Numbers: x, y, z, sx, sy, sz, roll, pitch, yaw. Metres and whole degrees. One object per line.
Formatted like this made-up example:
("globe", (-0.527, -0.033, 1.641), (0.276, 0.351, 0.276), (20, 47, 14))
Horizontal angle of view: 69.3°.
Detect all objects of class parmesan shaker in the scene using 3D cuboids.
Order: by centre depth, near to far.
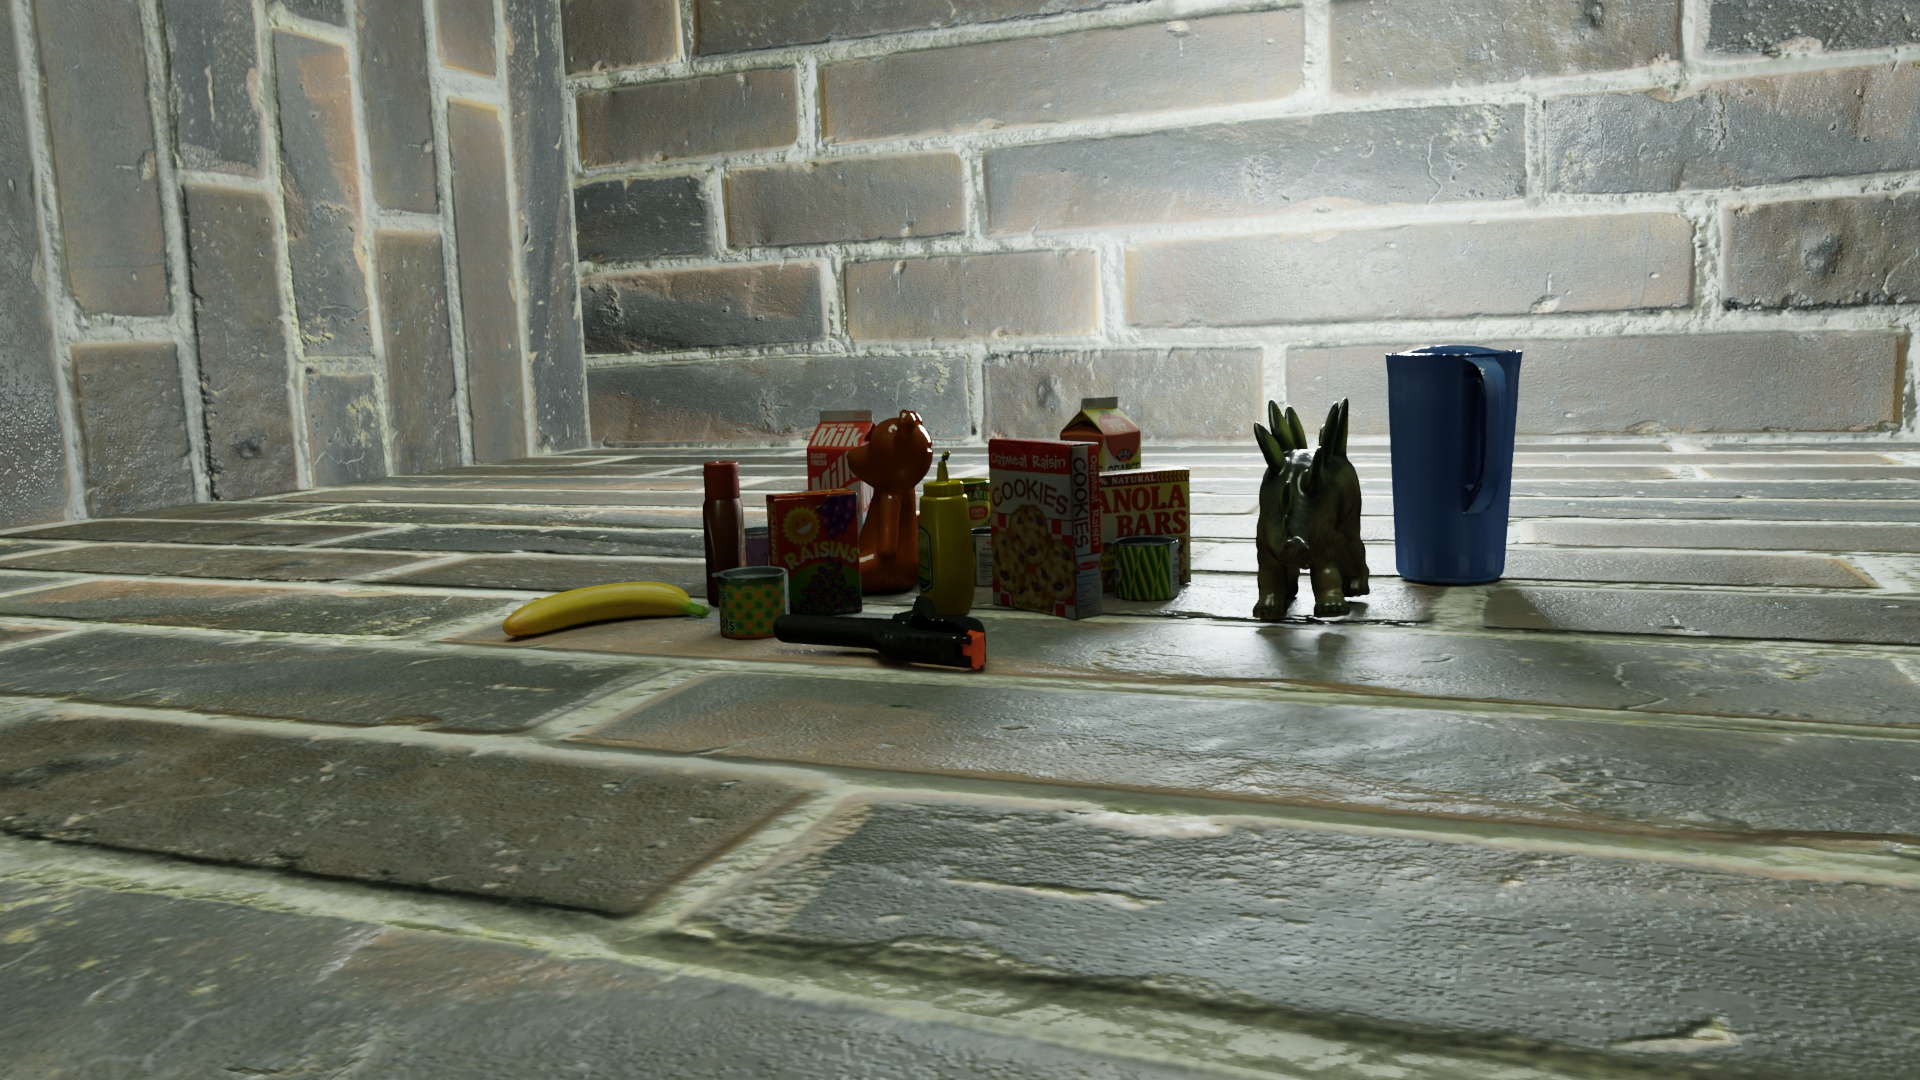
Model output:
("parmesan shaker", (0.006, -0.021, 1.638), (0.071, 0.103, 0.071), (-2, 8, 0))

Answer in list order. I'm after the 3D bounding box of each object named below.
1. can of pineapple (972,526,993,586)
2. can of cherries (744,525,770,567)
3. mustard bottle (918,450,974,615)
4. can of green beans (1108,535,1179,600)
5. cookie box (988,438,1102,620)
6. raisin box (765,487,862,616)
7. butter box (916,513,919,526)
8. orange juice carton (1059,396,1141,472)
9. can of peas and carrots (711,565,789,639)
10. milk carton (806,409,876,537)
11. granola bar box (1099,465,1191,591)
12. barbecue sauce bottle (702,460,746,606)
("can of pineapple", (0.037, 0.017, 1.529), (0.071, 0.057, 0.071), (-2, 8, 0))
("can of cherries", (-0.228, 0.016, 1.600), (0.071, 0.058, 0.071), (-2, 8, 0))
("mustard bottle", (-0.016, -0.008, 1.357), (0.049, 0.160, 0.065), (-5, 8, -19))
("can of green beans", (0.189, 0.028, 1.415), (0.071, 0.057, 0.071), (-2, 8, 0))
("cookie box", (0.081, -0.015, 1.352), (0.040, 0.167, 0.123), (-8, 10, -38))
("raisin box", (-0.145, 0.013, 1.374), (0.086, 0.123, 0.040), (-5, 8, -22))
("butter box", (-0.024, -0.014, 1.773), (0.024, 0.053, 0.104), (2, 9, 30))
("orange juice carton", (0.171, -0.078, 1.679), (0.072, 0.192, 0.073), (-9, 11, -44))
("can of peas and carrots", (-0.196, 0.058, 1.299), (0.071, 0.058, 0.071), (-2, 8, 0))
("milk carton", (-0.131, -0.058, 1.623), (0.072, 0.190, 0.073), (1, 8, 23))
("granola bar box", (0.160, -0.011, 1.457), (0.166, 0.124, 0.039), (-5, 8, -20))
("barbecue sauce bottle", (-0.248, -0.008, 1.457), (0.044, 0.148, 0.065), (-4, 8, -12))
